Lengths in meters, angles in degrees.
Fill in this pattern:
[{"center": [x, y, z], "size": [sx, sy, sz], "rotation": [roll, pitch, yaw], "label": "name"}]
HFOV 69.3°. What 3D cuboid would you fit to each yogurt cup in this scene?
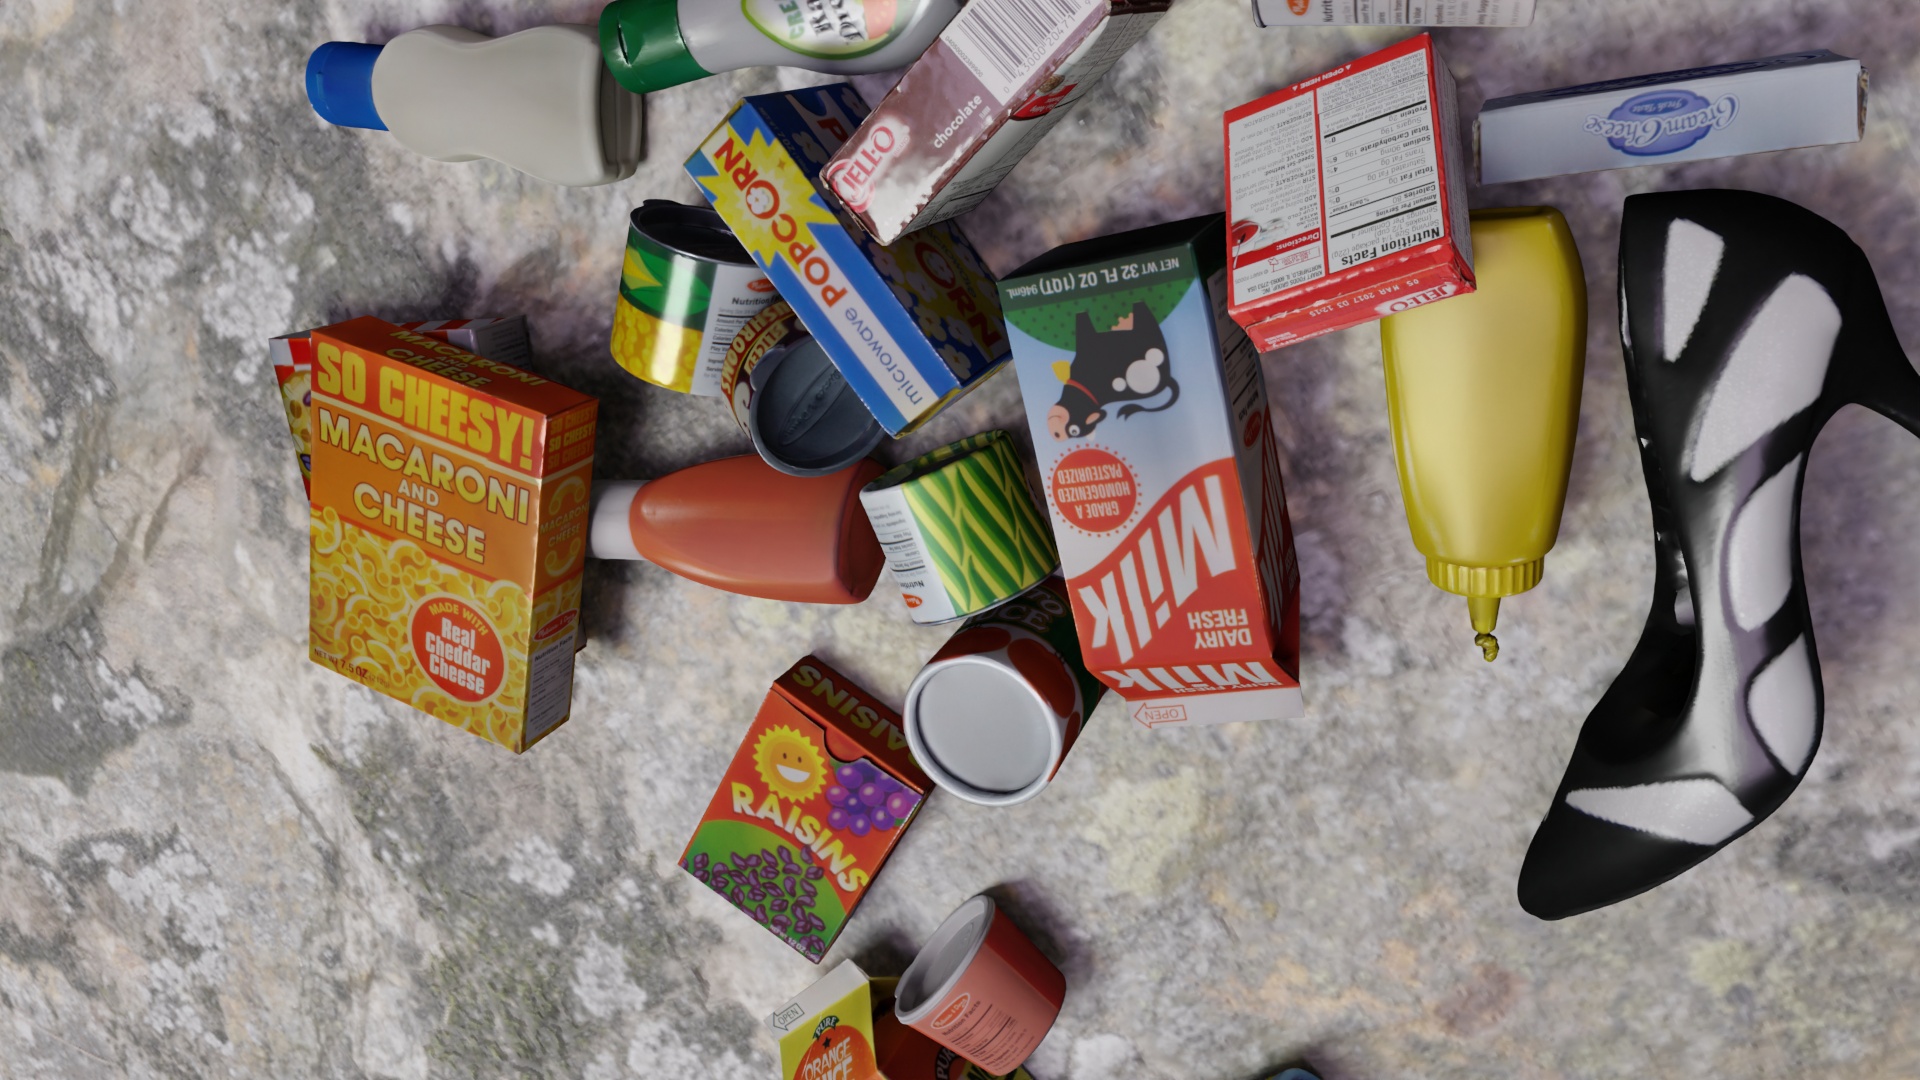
[{"center": [0.011, 0.205, 0.635], "size": [0.054, 0.073, 0.072], "rotation": [40, 119, -5], "label": "yogurt cup"}]

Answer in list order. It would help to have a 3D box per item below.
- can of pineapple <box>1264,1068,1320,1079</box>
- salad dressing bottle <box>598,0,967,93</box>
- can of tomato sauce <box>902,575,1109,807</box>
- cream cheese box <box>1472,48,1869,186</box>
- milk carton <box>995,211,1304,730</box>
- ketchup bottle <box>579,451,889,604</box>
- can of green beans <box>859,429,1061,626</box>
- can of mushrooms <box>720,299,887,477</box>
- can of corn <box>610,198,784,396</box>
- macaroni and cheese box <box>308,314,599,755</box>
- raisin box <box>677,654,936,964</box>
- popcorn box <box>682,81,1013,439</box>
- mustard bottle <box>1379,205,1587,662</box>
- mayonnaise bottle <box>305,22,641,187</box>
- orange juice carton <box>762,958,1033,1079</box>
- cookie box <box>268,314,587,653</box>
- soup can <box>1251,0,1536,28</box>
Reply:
[{"center": [0.138, 0.274, 0.608], "size": [0.057, 0.071, 0.071], "rotation": [-39, 92, 29], "label": "can of pineapple"}, {"center": [-0.066, -0.201, 0.522], "size": [0.147, 0.044, 0.064], "rotation": [-6, 106, 24], "label": "salad dressing bottle"}, {"center": [0.021, 0.057, 0.562], "size": [0.071, 0.083, 0.071], "rotation": [8, 113, 19], "label": "can of tomato sauce"}, {"center": [0.214, -0.130, 0.429], "size": [0.104, 0.053, 0.024], "rotation": [-2, 111, 23], "label": "cream cheese box"}, {"center": [0.078, -0.017, 0.516], "size": [0.072, 0.074, 0.190], "rotation": [-8, 107, 25], "label": "milk carton"}, {"center": [-0.104, -0.008, 0.605], "size": [0.149, 0.043, 0.065], "rotation": [3, 68, 26], "label": "ketchup bottle"}, {"center": [0.000, -0.006, 0.557], "size": [0.071, 0.071, 0.057], "rotation": [-18, 102, 27], "label": "can of green beans"}, {"center": [-0.061, -0.062, 0.550], "size": [0.033, 0.071, 0.070], "rotation": [48, 128, 44], "label": "can of mushrooms"}, {"center": [-0.107, -0.099, 0.566], "size": [0.071, 0.071, 0.058], "rotation": [24, 117, 13], "label": "can of corn"}, {"center": [-0.229, -0.003, 0.620], "size": [0.124, 0.040, 0.165], "rotation": [20, 115, 15], "label": "macaroni and cheese box"}, {"center": [-0.070, 0.127, 0.652], "size": [0.086, 0.040, 0.122], "rotation": [34, 118, 8], "label": "raisin box"}, {"center": [-0.034, -0.107, 0.521], "size": [0.038, 0.085, 0.126], "rotation": [-35, 94, 30], "label": "popcorn box"}, {"center": [0.181, -0.033, 0.482], "size": [0.065, 0.049, 0.159], "rotation": [3, 111, 27], "label": "mustard bottle"}, {"center": [-0.207, -0.188, 0.588], "size": [0.148, 0.041, 0.064], "rotation": [11, 112, 19], "label": "mayonnaise bottle"}, {"center": [-0.010, 0.286, 0.668], "size": [0.192, 0.073, 0.071], "rotation": [47, 120, 1], "label": "orange juice carton"}, {"center": [-0.254, -0.021, 0.671], "size": [0.123, 0.040, 0.166], "rotation": [1, 109, 22], "label": "cookie box"}, {"center": [0.137, -0.196, 0.430], "size": [0.084, 0.071, 0.071], "rotation": [7, 112, 19], "label": "soup can"}]
